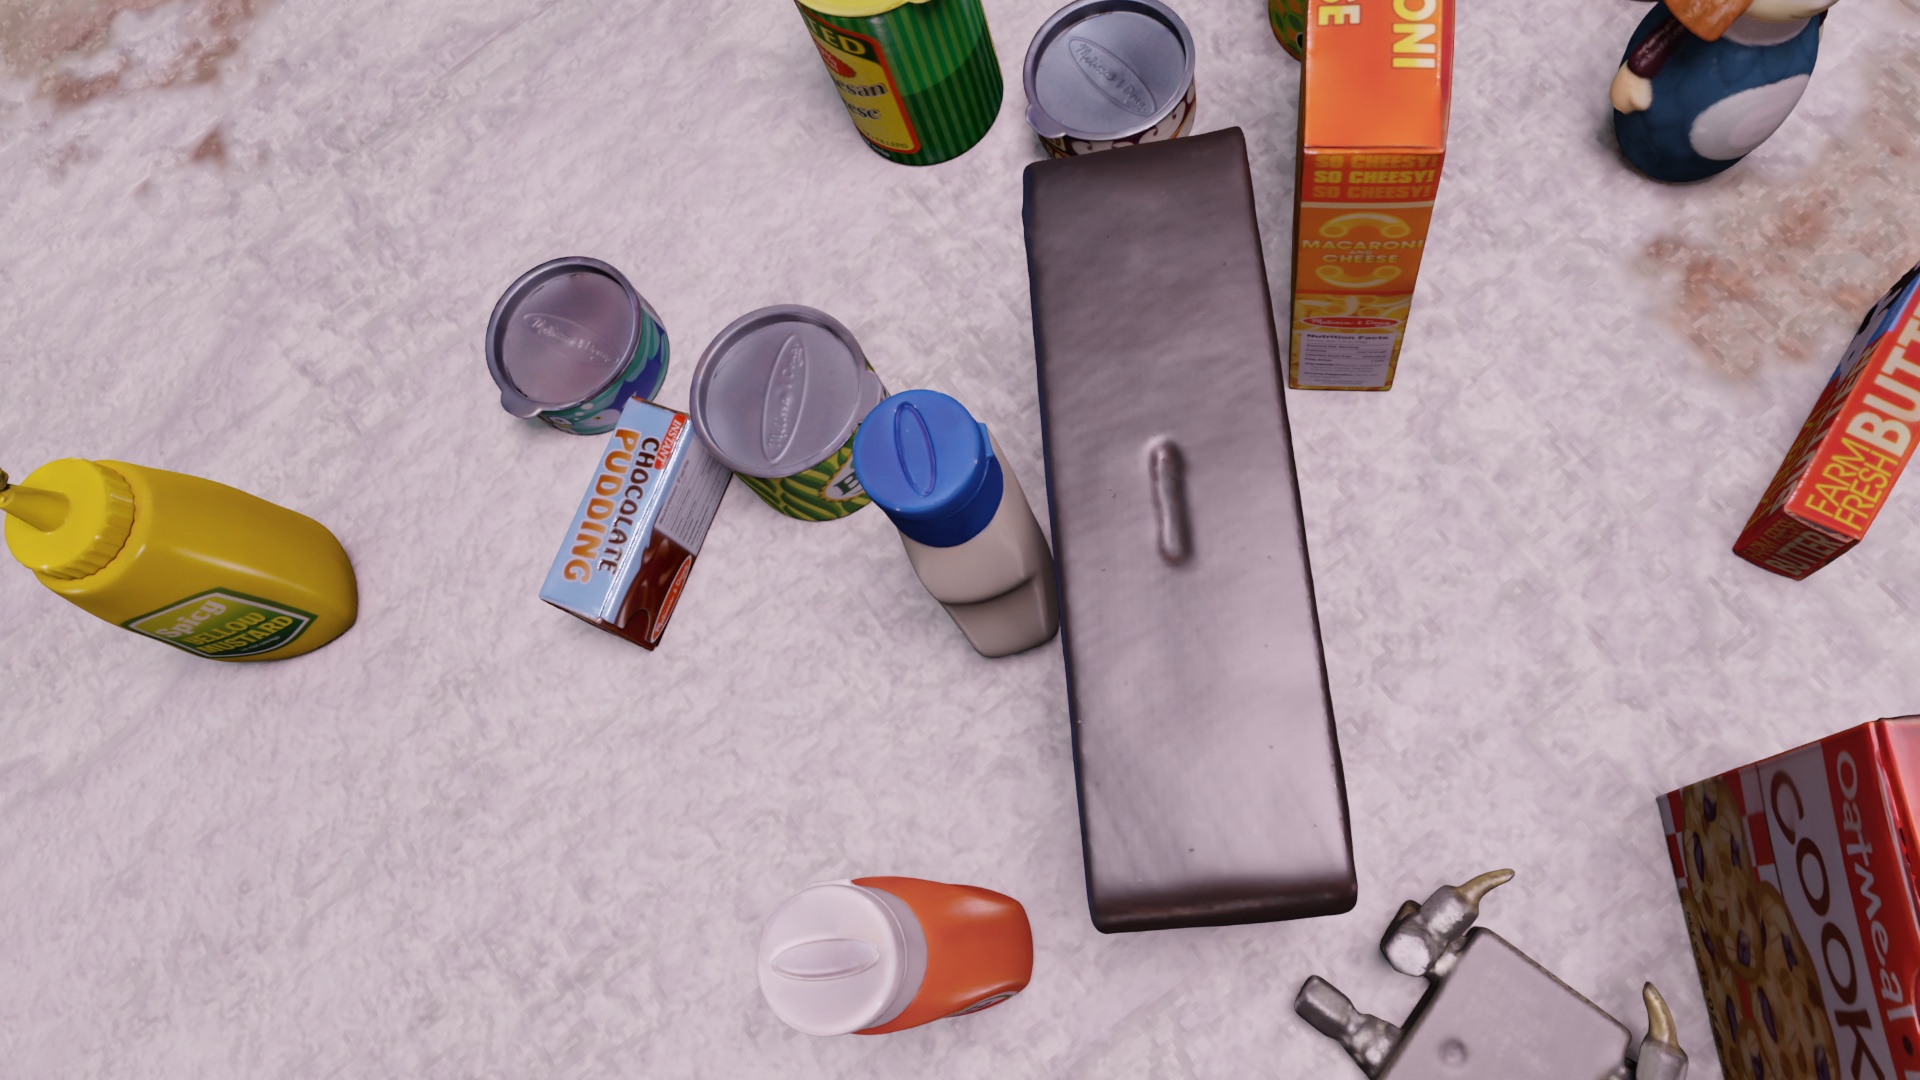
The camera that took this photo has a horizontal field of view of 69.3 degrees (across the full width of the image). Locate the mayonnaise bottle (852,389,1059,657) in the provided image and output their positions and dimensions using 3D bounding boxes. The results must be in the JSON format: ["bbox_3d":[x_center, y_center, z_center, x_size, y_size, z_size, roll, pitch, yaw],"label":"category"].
[{"bbox_3d":[0.002,-0.006,0.445,0.041,0.148,0.065,-17,72,7],"label":"mayonnaise bottle"}]

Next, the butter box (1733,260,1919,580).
[{"bbox_3d":[0.291,-0.039,0.446,0.024,0.053,0.103,31,82,18],"label":"butter box"}]

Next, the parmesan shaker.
[{"bbox_3d":[-0.022,-0.195,0.530,0.071,0.103,0.071,-3,74,11],"label":"parmesan shaker"}]

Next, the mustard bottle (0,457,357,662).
[{"bbox_3d":[-0.284,0.005,0.493,0.065,0.160,0.049,-22,71,5],"label":"mustard bottle"}]

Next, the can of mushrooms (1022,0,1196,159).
[{"bbox_3d":[0.057,-0.176,0.545,0.071,0.033,0.071,-3,73,11],"label":"can of mushrooms"}]

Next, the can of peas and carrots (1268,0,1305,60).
[{"bbox_3d":[0.150,-0.219,0.525,0.071,0.058,0.071,-3,73,11],"label":"can of peas and carrots"}]

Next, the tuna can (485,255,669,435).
[{"bbox_3d":[-0.154,-0.075,0.559,0.071,0.032,0.071,-3,73,11],"label":"tuna can"}]

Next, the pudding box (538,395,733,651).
[{"bbox_3d":[-0.119,-0.006,0.522,0.030,0.049,0.084,18,78,16],"label":"pudding box"}]

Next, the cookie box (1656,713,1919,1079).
[{"bbox_3d":[0.231,0.116,0.352,0.040,0.167,0.123,-8,73,9],"label":"cookie box"}]

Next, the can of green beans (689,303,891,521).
[{"bbox_3d":[-0.059,-0.046,0.517,0.071,0.057,0.071,-3,73,11],"label":"can of green beans"}]

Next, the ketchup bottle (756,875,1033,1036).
[{"bbox_3d":[-0.019,0.122,0.411,0.065,0.148,0.043,-9,73,9],"label":"ketchup bottle"}]

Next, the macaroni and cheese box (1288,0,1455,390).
[{"bbox_3d":[0.129,-0.136,0.448,0.040,0.166,0.124,2,75,12],"label":"macaroni and cheese box"}]
